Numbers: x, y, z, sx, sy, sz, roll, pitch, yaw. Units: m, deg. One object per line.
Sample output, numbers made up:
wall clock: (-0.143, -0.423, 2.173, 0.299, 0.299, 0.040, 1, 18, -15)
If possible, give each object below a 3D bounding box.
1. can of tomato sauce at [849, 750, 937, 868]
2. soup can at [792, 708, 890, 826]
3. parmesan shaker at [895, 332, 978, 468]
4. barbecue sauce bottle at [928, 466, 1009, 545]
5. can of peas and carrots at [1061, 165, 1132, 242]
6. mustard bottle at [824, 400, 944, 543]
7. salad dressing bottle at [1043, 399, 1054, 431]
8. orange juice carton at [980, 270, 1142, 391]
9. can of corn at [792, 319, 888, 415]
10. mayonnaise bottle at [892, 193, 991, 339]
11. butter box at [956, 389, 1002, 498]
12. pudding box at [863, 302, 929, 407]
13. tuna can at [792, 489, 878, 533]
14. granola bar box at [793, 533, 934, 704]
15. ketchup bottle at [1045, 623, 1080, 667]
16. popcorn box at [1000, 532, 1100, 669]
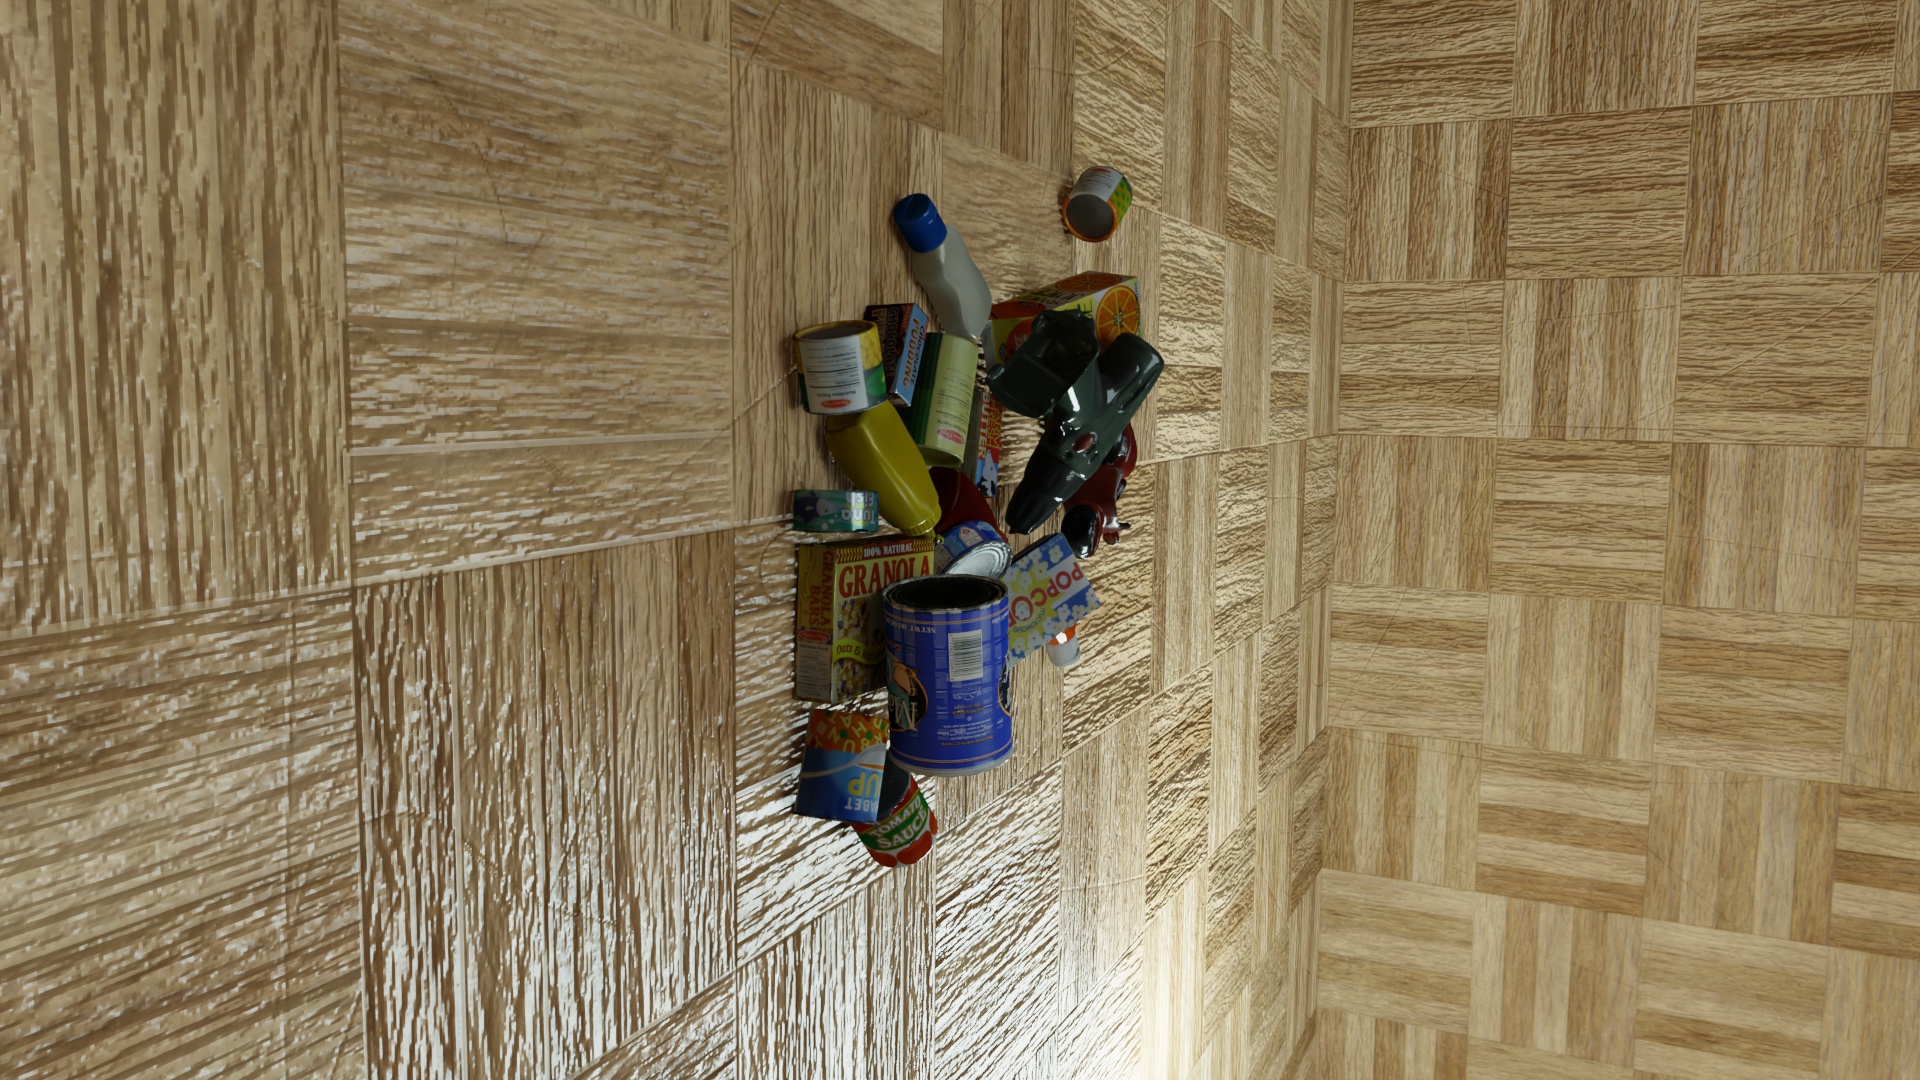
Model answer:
can of tomato sauce: (-0.060, 0.228, 1.169, 0.082, 0.071, 0.071, 68, 36, -44)
soup can: (-0.091, 0.179, 1.097, 0.071, 0.071, 0.084, 28, 68, -63)
parmesan shaker: (-0.021, -0.122, 1.211, 0.071, 0.071, 0.103, 31, 64, -62)
barbecue sauce bottle: (0.005, -0.016, 1.307, 0.148, 0.044, 0.065, 42, 68, -60)
can of peas and carrots: (0.153, -0.372, 1.549, 0.059, 0.071, 0.070, -60, 144, -42)
mustard bottle: (-0.055, -0.050, 1.144, 0.159, 0.049, 0.066, 58, 33, -35)
salad dressing bottle: (0.106, -0.178, 1.503, 0.064, 0.044, 0.147, -31, 122, -55)
orange juice carton: (0.093, -0.211, 1.397, 0.193, 0.073, 0.071, -26, 120, -35)
can of corn: (-0.092, -0.134, 1.064, 0.071, 0.071, 0.058, -42, 130, -56)
mayonnaise bottle: (-0.016, -0.246, 1.241, 0.147, 0.041, 0.065, 55, 43, -51)
butter box: (0.018, -0.093, 1.347, 0.053, 0.024, 0.103, 7, 86, -66)
pudding box: (-0.059, -0.153, 1.148, 0.030, 0.049, 0.084, 42, 56, -57)
tuna can: (-0.094, -0.023, 1.066, 0.071, 0.071, 0.033, -3, 95, -65)
granola bar box: (-0.078, 0.060, 1.148, 0.166, 0.039, 0.124, -7, 100, -64)
ketchup bottle: (0.101, 0.075, 1.522, 0.065, 0.043, 0.148, -61, 145, -43)
popcorn box: (0.065, 0.059, 1.353, 0.127, 0.038, 0.085, -32, 99, -26)
